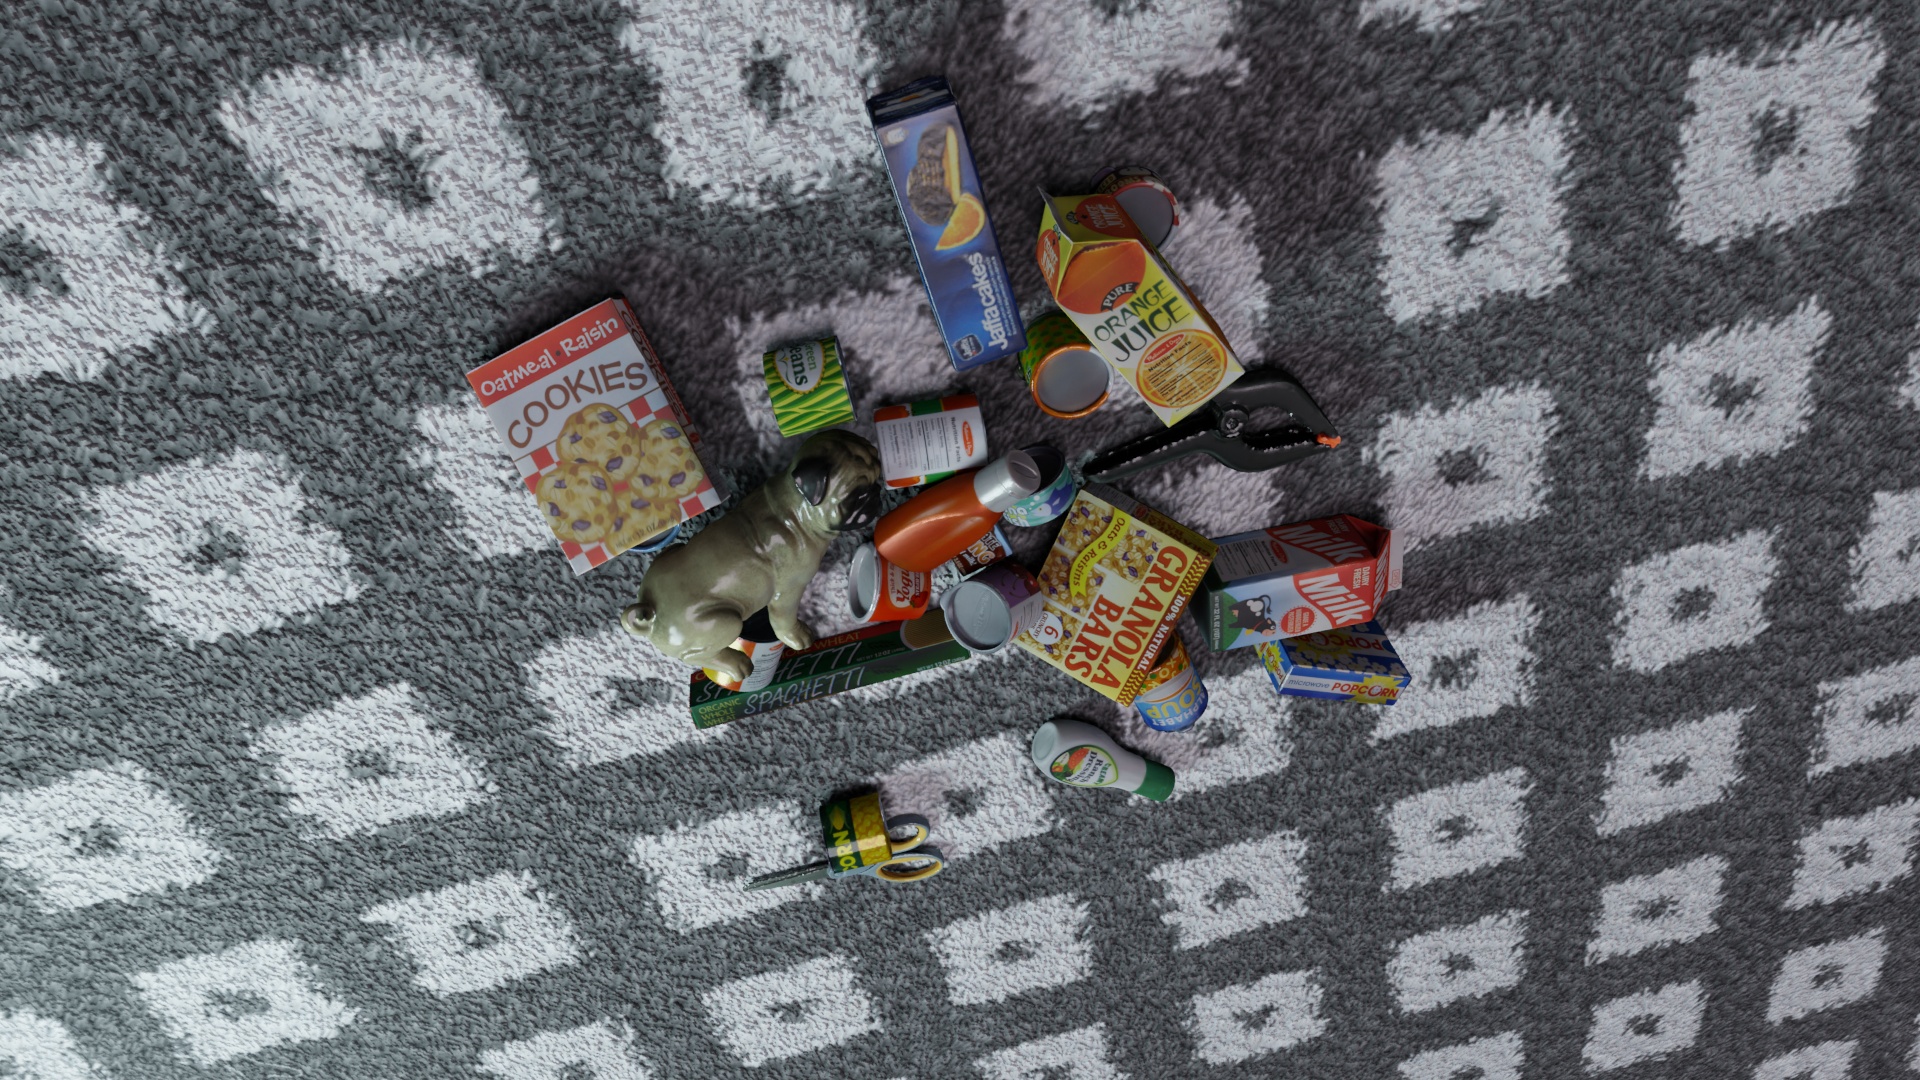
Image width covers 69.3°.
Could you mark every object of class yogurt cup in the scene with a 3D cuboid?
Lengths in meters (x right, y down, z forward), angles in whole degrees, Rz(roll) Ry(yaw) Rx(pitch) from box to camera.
[{"bbox_3d":[-0.059,0.037,1.171,0.054,0.073,0.072,6,124,-25],"label":"yogurt cup"}]

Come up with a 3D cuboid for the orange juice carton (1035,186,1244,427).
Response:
[{"bbox_3d":[0.120,-0.177,1.006,0.073,0.072,0.192,-36,127,18],"label":"orange juice carton"}]

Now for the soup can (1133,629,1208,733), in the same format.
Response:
[{"bbox_3d":[0.185,0.127,1.278,0.071,0.072,0.083,-26,126,7],"label":"soup can"}]

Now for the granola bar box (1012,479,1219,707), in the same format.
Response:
[{"bbox_3d":[0.129,0.045,1.193,0.124,0.039,0.164,30,120,9],"label":"granola bar box"}]

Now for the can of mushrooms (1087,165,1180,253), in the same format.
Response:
[{"bbox_3d":[0.126,-0.242,1.027,0.071,0.033,0.070,-5,127,-7],"label":"can of mushrooms"}]

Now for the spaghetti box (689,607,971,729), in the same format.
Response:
[{"bbox_3d":[-0.116,0.111,1.220,0.250,0.050,0.028,-15,125,-1],"label":"spaghetti box"}]

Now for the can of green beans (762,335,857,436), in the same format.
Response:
[{"bbox_3d":[-0.113,-0.116,1.048,0.058,0.071,0.071,-13,127,-1],"label":"can of green beans"}]

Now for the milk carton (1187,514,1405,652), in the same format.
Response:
[{"bbox_3d":[0.302,0.034,1.234,0.191,0.074,0.072,-11,126,-4],"label":"milk carton"}]

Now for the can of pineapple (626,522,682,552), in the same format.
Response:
[{"bbox_3d":[-0.249,-0.031,1.086,0.071,0.058,0.070,-6,126,-8],"label":"can of pineapple"}]

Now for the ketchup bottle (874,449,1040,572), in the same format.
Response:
[{"bbox_3d":[0.000,-0.023,1.086,0.064,0.044,0.148,24,142,-34],"label":"ketchup bottle"}]

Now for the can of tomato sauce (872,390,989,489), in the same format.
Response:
[{"bbox_3d":[-0.024,-0.078,1.095,0.083,0.071,0.070,-10,126,-4],"label":"can of tomato sauce"}]

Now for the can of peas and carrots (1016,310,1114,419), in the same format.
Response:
[{"bbox_3d":[0.079,-0.135,1.078,0.071,0.059,0.070,-5,125,-7],"label":"can of peas and carrots"}]

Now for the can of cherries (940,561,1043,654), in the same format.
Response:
[{"bbox_3d":[0.027,0.055,1.188,0.071,0.058,0.071,12,113,30],"label":"can of cherries"}]

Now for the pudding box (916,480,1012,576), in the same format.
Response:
[{"bbox_3d":[0.004,-0.015,1.166,0.049,0.030,0.083,-26,126,7],"label":"pudding box"}]

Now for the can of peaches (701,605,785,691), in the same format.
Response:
[{"bbox_3d":[-0.184,0.085,1.179,0.071,0.071,0.057,11,123,-18],"label":"can of peaches"}]

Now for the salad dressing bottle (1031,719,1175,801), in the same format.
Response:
[{"bbox_3d":[0.141,0.217,1.351,0.147,0.044,0.064,22,117,-25],"label":"salad dressing bottle"}]

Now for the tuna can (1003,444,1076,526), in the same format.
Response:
[{"bbox_3d":[0.058,-0.043,1.132,0.071,0.071,0.032,-23,127,6],"label":"tuna can"}]

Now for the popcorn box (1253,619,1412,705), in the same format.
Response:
[{"bbox_3d":[0.340,0.106,1.286,0.127,0.085,0.038,8,124,-17],"label":"popcorn box"}]

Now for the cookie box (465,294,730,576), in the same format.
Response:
[{"bbox_3d":[-0.263,-0.077,1.017,0.123,0.040,0.167,-26,97,6],"label":"cookie box"}]

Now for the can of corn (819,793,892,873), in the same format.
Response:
[{"bbox_3d":[-0.100,0.282,1.332,0.058,0.071,0.070,-13,127,-3],"label":"can of corn"}]
